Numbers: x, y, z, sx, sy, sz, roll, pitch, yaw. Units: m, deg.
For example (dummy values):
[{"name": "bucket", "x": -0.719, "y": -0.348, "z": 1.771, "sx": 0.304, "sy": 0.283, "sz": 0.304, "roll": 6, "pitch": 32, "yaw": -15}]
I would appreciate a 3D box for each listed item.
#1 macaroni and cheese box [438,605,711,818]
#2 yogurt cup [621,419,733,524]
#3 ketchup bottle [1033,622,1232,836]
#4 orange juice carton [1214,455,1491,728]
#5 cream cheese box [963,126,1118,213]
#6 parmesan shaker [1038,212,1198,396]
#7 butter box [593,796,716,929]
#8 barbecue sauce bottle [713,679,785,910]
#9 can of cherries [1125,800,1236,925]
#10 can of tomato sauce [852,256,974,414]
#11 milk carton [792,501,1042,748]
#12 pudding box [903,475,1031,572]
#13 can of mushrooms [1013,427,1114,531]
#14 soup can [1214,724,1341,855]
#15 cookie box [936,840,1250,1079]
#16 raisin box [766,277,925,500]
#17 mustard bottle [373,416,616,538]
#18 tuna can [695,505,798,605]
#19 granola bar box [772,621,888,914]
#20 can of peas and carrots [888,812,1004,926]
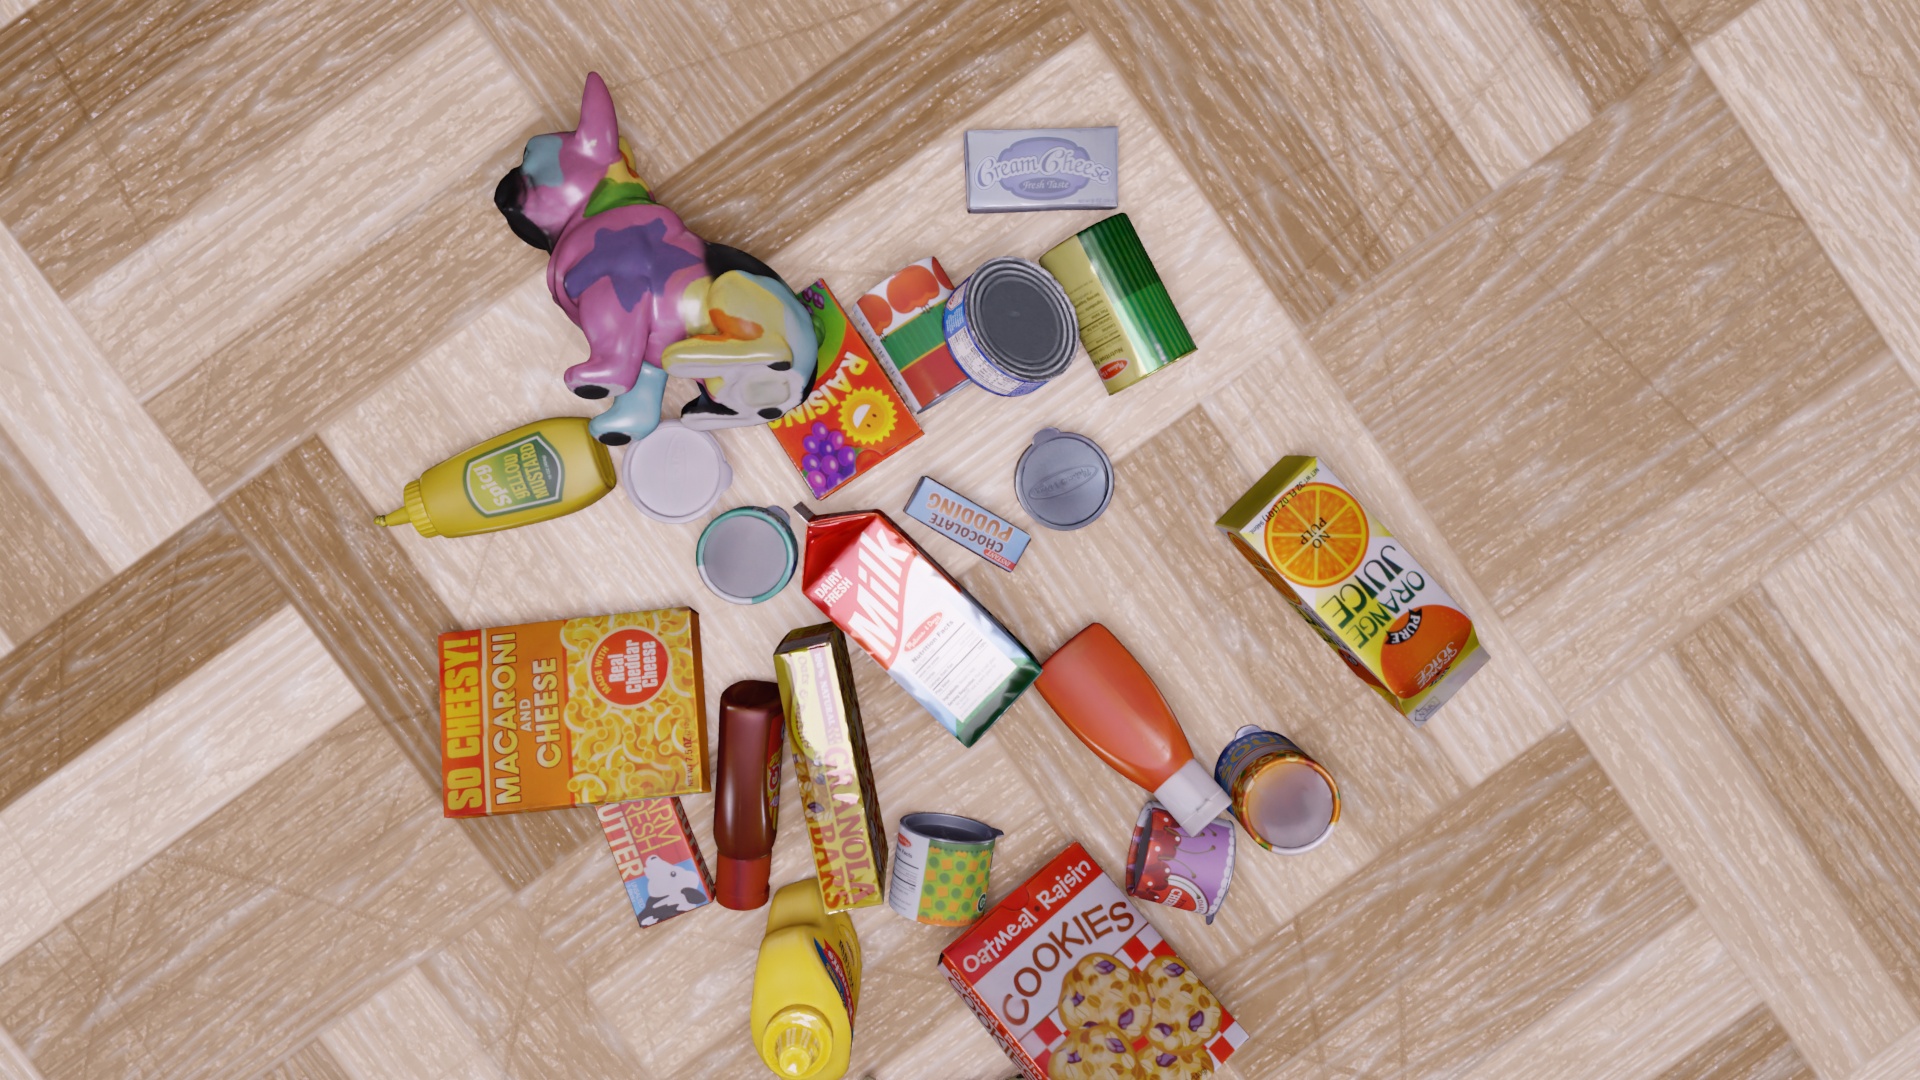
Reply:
[{"name": "macaroni and cheese box", "x": -0.255, "y": 0.115, "z": 0.921, "sx": 0.166, "sy": 0.040, "sz": 0.124, "roll": -6, "pitch": 78, "yaw": -1}, {"name": "yogurt cup", "x": -0.186, "y": -0.046, "z": 0.921, "sx": 0.072, "sy": 0.054, "sz": 0.072, "roll": 0, "pitch": 93, "yaw": -2}, {"name": "ketchup bottle", "x": 0.117, "y": 0.128, "z": 0.921, "sx": 0.065, "sy": 0.043, "sz": 0.149, "roll": -40, "pitch": 73, "yaw": -4}, {"name": "orange juice carton", "x": 0.267, "y": 0.035, "z": 0.930, "sx": 0.072, "sy": 0.073, "sz": 0.192, "roll": -44, "pitch": 94, "yaw": 1}, {"name": "cream cheese box", "x": 0.055, "y": -0.249, "z": 0.934, "sx": 0.104, "sy": 0.024, "sz": 0.053, "roll": -2, "pitch": 92, "yaw": -2}, {"name": "parmesan shaker", "x": 0.106, "y": -0.157, "z": 0.917, "sx": 0.071, "sy": 0.071, "sz": 0.103, "roll": -28, "pitch": 93, "yaw": 0}, {"name": "butter box", "x": -0.210, "y": 0.206, "z": 0.947, "sx": 0.053, "sy": 0.024, "sz": 0.103, "roll": -20, "pitch": 93, "yaw": -1}, {"name": "barbecue sauce bottle", "x": -0.143, "y": 0.172, "z": 0.931, "sx": 0.044, "sy": 0.065, "sz": 0.148, "roll": 5, "pitch": 101, "yaw": 0}, {"name": "can of cherries", "x": 0.147, "y": 0.217, "z": 0.937, "sx": 0.058, "sy": 0.071, "sz": 0.071, "roll": 15, "pitch": 92, "yaw": -2}, {"name": "can of tomato sauce", "x": -0.021, "y": -0.136, "z": 0.916, "sx": 0.071, "sy": 0.071, "sz": 0.083, "roll": -32, "pitch": 93, "yaw": 0}, {"name": "milk carton", "x": -0.040, "y": 0.042, "z": 0.921, "sx": 0.190, "sy": 0.072, "sz": 0.073, "roll": 44, "pitch": 91, "yaw": -4}, {"name": "pudding box", "x": 0.003, "y": -0.012, "z": 0.931, "sx": 0.084, "sy": 0.049, "sz": 0.030, "roll": 30, "pitch": 90, "yaw": -4}, {"name": "can of mushrooms", "x": 0.069, "y": -0.043, "z": 0.940, "sx": 0.071, "sy": 0.033, "sz": 0.071, "roll": 0, "pitch": 93, "yaw": -1}, {"name": "soup can", "x": 0.210, "y": 0.165, "z": 0.929, "sx": 0.071, "sy": 0.084, "sz": 0.071, "roll": 0, "pitch": 93, "yaw": -1}, {"name": "cookie box", "x": 0.084, "y": 0.299, "z": 0.902, "sx": 0.123, "sy": 0.040, "sz": 0.168, "roll": -34, "pitch": 71, "yaw": -27}, {"name": "raisin box", "x": -0.092, "y": -0.100, "z": 0.929, "sx": 0.086, "sy": 0.040, "sz": 0.123, "roll": -33, "pitch": 94, "yaw": -1}, {"name": "mustard bottle", "x": -0.313, "y": -0.034, "z": 0.920, "sx": 0.160, "sy": 0.049, "sz": 0.065, "roll": -19, "pitch": 92, "yaw": -1}, {"name": "tuna can", "x": -0.142, "y": 0.008, "z": 0.936, "sx": 0.071, "sy": 0.033, "sz": 0.071, "roll": 0, "pitch": 93, "yaw": -2}, {"name": "granola bar box", "x": -0.082, "y": 0.141, "z": 0.898, "sx": 0.039, "sy": 0.124, "sz": 0.165, "roll": -11, "pitch": 93, "yaw": -1}, {"name": "can of peas and carrots", "x": -0.010, "y": 0.221, "z": 0.934, "sx": 0.071, "sy": 0.071, "sz": 0.058, "roll": 9, "pitch": 93, "yaw": -2}]
